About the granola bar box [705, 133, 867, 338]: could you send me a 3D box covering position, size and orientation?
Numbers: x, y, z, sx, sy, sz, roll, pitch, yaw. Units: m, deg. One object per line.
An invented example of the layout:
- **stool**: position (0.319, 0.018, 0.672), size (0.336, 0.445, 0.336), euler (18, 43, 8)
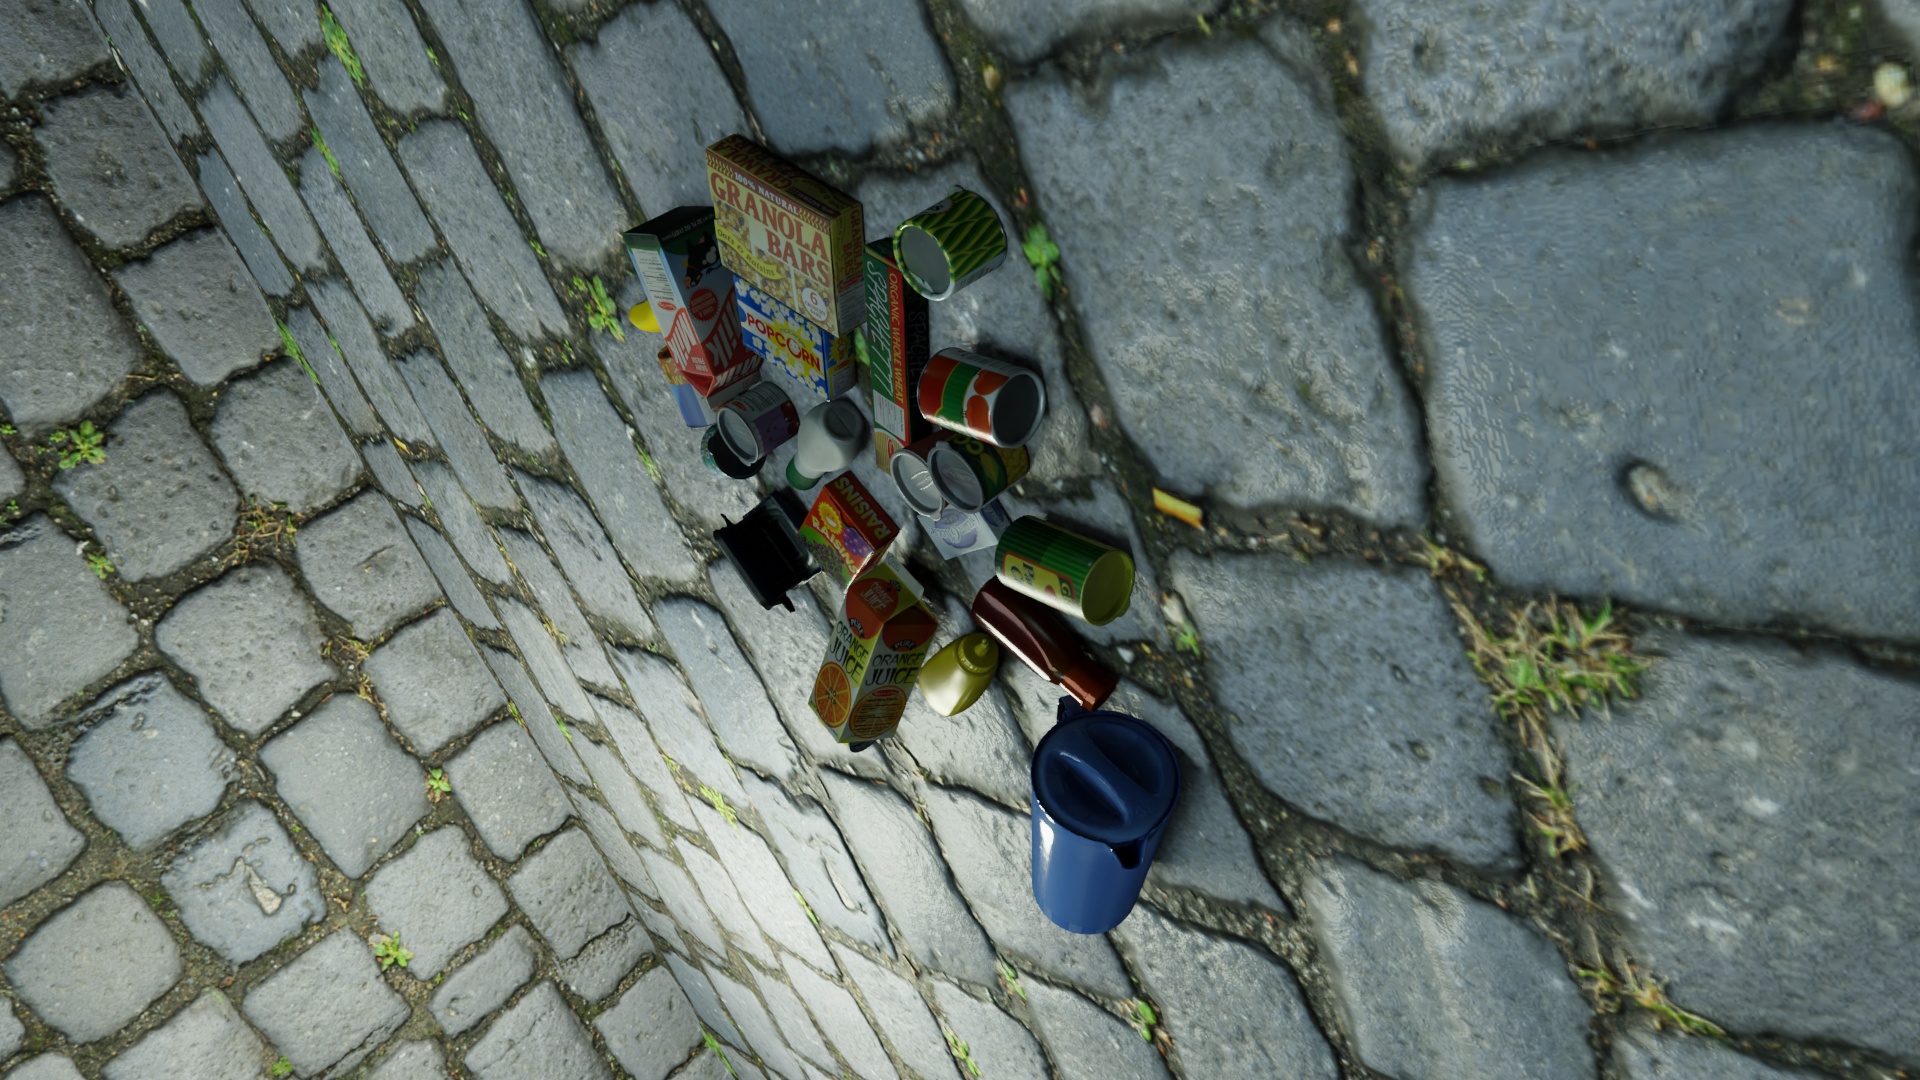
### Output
- **granola bar box**: position (-0.154, -0.269, 1.225), size (0.166, 0.039, 0.123), euler (35, 145, 29)

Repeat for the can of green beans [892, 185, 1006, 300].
- **can of green beans**: position (-0.009, -0.223, 1.050), size (0.071, 0.058, 0.071), euler (35, 145, 29)

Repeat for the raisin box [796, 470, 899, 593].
- **raisin box**: position (-0.119, -0.008, 1.449), size (0.086, 0.040, 0.123), euler (51, 149, 7)

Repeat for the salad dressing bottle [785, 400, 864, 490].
- **salad dressing bottle**: position (-0.140, -0.091, 1.387), size (0.064, 0.044, 0.147), euler (51, 151, 0)

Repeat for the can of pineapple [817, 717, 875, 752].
- **can of pineapple**: position (-0.128, 0.209, 1.658), size (0.058, 0.071, 0.070), euler (36, 146, 28)

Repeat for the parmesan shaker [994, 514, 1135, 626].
- **parmesan shaker**: position (0.087, 0.026, 1.167), size (0.103, 0.071, 0.071), euler (22, 138, 42)

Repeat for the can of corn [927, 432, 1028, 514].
- **can of corn**: position (0.015, -0.067, 1.178), size (0.071, 0.058, 0.070), euler (35, 145, 29)

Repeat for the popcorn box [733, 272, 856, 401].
- **popcorn box**: position (-0.154, -0.197, 1.302), size (0.127, 0.038, 0.084), euler (35, 146, 29)

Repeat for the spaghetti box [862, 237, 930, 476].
- **spaghetti box**: position (-0.054, -0.150, 1.218), size (0.050, 0.029, 0.248), euler (35, 145, 29)

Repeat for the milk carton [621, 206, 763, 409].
- **milk carton**: position (-0.255, -0.229, 1.378), size (0.073, 0.072, 0.189), euler (16, 132, 47)

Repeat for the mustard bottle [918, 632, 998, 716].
- **mustard bottle**: position (0.005, 0.128, 1.404), size (0.065, 0.049, 0.159), euler (55, 150, 10)

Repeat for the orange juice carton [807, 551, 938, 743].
- **orange juice carton**: position (-0.086, 0.111, 1.435), size (0.072, 0.073, 0.191), euler (44, 122, 42)

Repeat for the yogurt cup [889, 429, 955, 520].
- **yogurt cup**: position (-0.022, -0.063, 1.237), size (0.072, 0.054, 0.072), euler (35, 145, 29)

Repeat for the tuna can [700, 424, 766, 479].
- **tuna can**: position (-0.248, -0.099, 1.503), size (0.033, 0.071, 0.071), euler (1, 121, 55)

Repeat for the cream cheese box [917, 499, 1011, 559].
- **cream cheese box**: position (0.005, -0.016, 1.280), size (0.053, 0.024, 0.103), euler (57, 150, -8)

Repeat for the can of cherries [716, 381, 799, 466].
- **can of cherries**: position (-0.209, -0.121, 1.439), size (0.071, 0.058, 0.071), euler (34, 145, 29)

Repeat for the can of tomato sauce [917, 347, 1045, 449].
- **can of tomato sauce**: position (0.017, -0.113, 1.118), size (0.083, 0.071, 0.070), euler (23, 138, 41)

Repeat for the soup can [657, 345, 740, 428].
- **soup can**: position (-0.277, -0.171, 1.473), size (0.071, 0.071, 0.083), euler (14, 131, 48)

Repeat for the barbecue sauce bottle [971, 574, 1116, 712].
- **barbecue sauce bottle**: position (0.076, 0.096, 1.277), size (0.149, 0.044, 0.064), euler (41, 148, 20)
